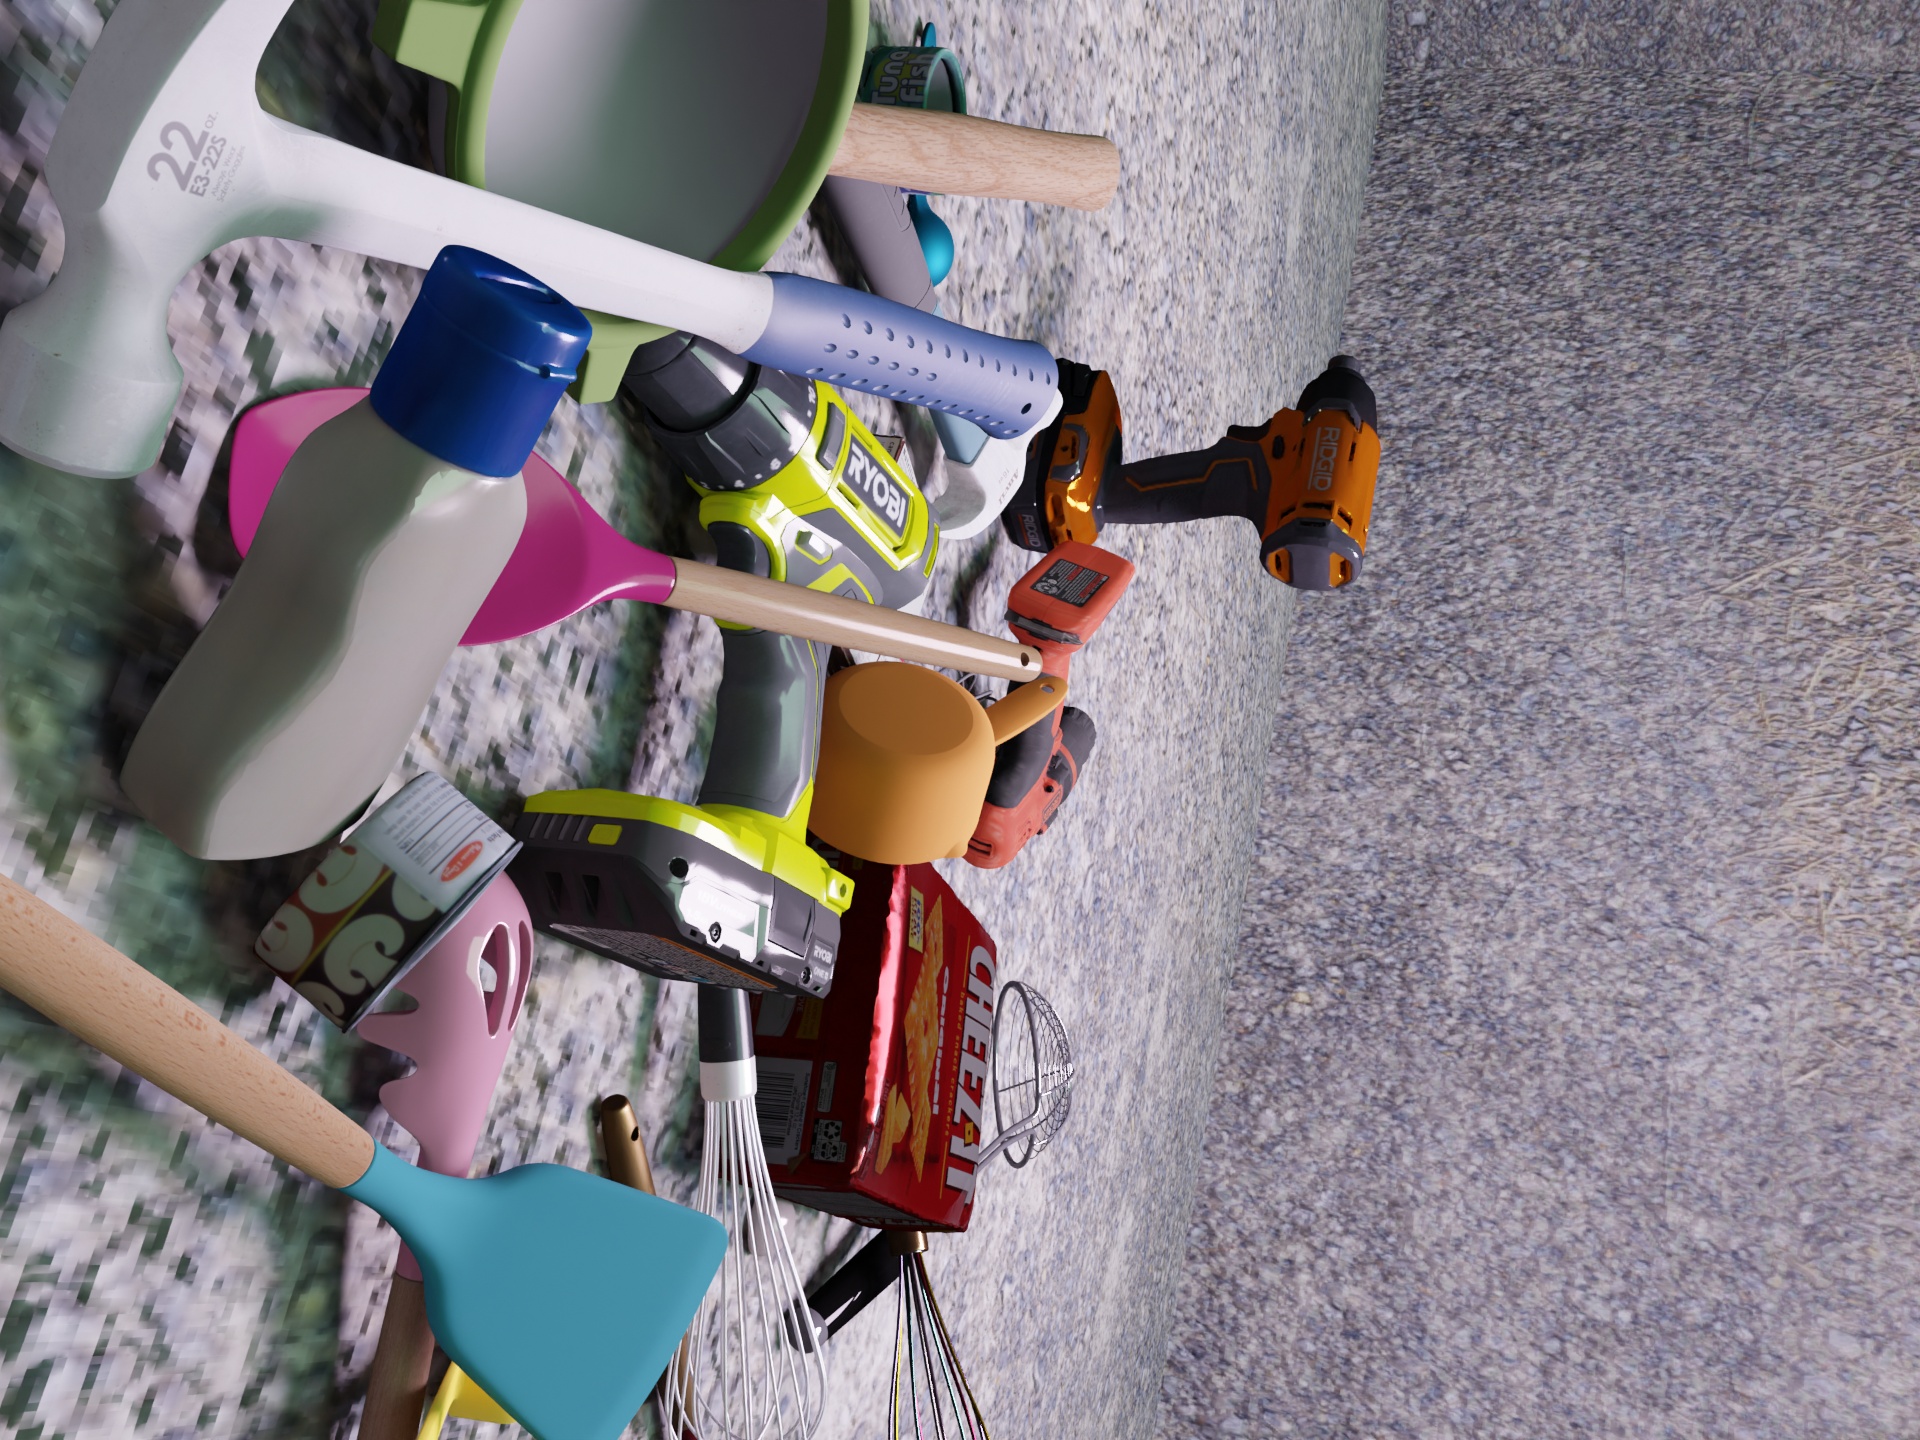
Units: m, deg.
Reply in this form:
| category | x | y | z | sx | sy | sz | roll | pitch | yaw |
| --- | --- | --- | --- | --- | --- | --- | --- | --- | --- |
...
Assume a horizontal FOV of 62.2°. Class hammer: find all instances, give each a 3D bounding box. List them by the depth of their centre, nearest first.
| category | x | y | z | sx | sy | sz | roll | pitch | yaw |
| --- | --- | --- | --- | --- | --- | --- | --- | --- | --- |
| hammer | -0.066 | -0.128 | 0.472 | 0.144 | 0.035 | 0.405 | -59 | 159 | 18 |
| hammer | -0.022 | -0.230 | 0.647 | 0.331 | 0.031 | 0.130 | -21 | 128 | -55 |
| hammer | -0.025 | -0.200 | 0.738 | 0.128 | 0.033 | 0.330 | -61 | 153 | -17 |

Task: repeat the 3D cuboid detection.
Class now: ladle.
| category | x | y | z | sx | sy | sz | roll | pitch | yaw |
| --- | --- | --- | --- | --- | --- | --- | --- | --- | --- |
| ladle | -0.122 | 0.284 | 0.684 | 0.069 | 0.031 | 0.315 | -60 | 150 | -56 |

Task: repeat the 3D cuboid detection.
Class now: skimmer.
| category | x | y | z | sx | sy | sz | roll | pitch | yaw |
| --- | --- | --- | --- | --- | --- | --- | --- | --- | --- |
| skimmer | -0.022 | 0.275 | 0.996 | 0.363 | 0.090 | 0.127 | -25 | 125 | -58 |

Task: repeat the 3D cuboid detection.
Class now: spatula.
| category | x | y | z | sx | sy | sz | roll | pitch | yaw |
| --- | --- | --- | --- | --- | --- | --- | --- | --- | --- |
| spatula | -0.159 | 0.101 | 0.394 | 0.082 | 0.044 | 0.317 | -58 | 144 | -24 |

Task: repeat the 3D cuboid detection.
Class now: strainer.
| category | x | y | z | sx | sy | sz | roll | pitch | yaw |
| --- | --- | --- | --- | --- | --- | --- | --- | --- | --- |
| strainer | -0.066 | -0.226 | 0.464 | 0.256 | 0.069 | 0.151 | -49 | 159 | -15 |

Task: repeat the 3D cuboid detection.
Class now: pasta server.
| category | x | y | z | sx | sy | sz | roll | pitch | yaw |
| --- | --- | --- | --- | --- | --- | --- | --- | --- | --- |
| pasta server | -0.175 | 0.191 | 0.482 | 0.060 | 0.040 | 0.316 | 7 | 95 | -73 |

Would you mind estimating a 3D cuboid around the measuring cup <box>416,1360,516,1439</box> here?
| category | x | y | z | sx | sy | sz | roll | pitch | yaw |
| --- | --- | --- | --- | --- | --- | --- | --- | --- | --- |
| measuring cup | -0.145 | 0.211 | 0.483 | 0.156 | 0.029 | 0.062 | -120 | -137 | -81 |

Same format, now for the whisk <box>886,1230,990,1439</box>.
| category | x | y | z | sx | sy | sz | roll | pitch | yaw |
| --- | --- | --- | --- | --- | --- | --- | --- | --- | --- |
| whisk | -0.020 | 0.311 | 0.862 | 0.051 | 0.047 | 0.245 | 16 | 55 | -47 |

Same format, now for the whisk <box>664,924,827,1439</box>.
| category | x | y | z | sx | sy | sz | roll | pitch | yaw |
| --- | --- | --- | --- | --- | --- | --- | --- | --- | --- |
| whisk | -0.091 | 0.177 | 0.643 | 0.070 | 0.070 | 0.284 | 3 | 84 | -73 |

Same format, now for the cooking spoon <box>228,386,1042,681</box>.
| category | x | y | z | sx | sy | sz | roll | pitch | yaw |
| --- | --- | --- | --- | --- | --- | --- | --- | --- | --- |
| cooking spoon | -0.076 | -0.040 | 0.508 | 0.318 | 0.017 | 0.069 | 10 | 75 | -48 |

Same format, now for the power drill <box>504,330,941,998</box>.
| category | x | y | z | sx | sy | sz | roll | pitch | yaw |
| --- | --- | --- | --- | --- | --- | --- | --- | --- | --- |
| power drill | -0.086 | -0.028 | 0.577 | 0.190 | 0.080 | 0.229 | 42 | 54 | -57 |

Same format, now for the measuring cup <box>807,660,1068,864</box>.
| category | x | y | z | sx | sy | sz | roll | pitch | yaw |
| --- | --- | --- | --- | --- | --- | --- | --- | --- | --- |
| measuring cup | -0.001 | -0.002 | 0.717 | 0.173 | 0.095 | 0.052 | -31 | 147 | -41 |

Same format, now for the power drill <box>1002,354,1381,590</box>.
| category | x | y | z | sx | sy | sz | roll | pitch | yaw |
| --- | --- | --- | --- | --- | --- | --- | --- | --- | --- |
| power drill | 0.154 | -0.173 | 1.023 | 0.084 | 0.226 | 0.164 | 67 | 35 | -59 |

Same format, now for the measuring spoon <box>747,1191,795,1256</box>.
| category | x | y | z | sx | sy | sz | roll | pitch | yaw |
| --- | --- | --- | --- | --- | --- | --- | --- | --- | --- |
| measuring spoon | -0.077 | 0.217 | 0.810 | 0.124 | 0.018 | 0.034 | -66 | 156 | -44 |

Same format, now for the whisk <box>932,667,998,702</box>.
| category | x | y | z | sx | sy | sz | roll | pitch | yaw |
| --- | --- | --- | --- | --- | --- | --- | --- | --- | --- |
| whisk | -0.039 | 0.014 | 0.798 | 0.239 | 0.055 | 0.055 | -29 | 125 | -63 |

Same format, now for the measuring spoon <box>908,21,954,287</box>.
| category | x | y | z | sx | sy | sz | roll | pitch | yaw |
| --- | --- | --- | --- | --- | --- | --- | --- | --- | --- |
| measuring spoon | -0.012 | -0.279 | 0.795 | 0.042 | 0.021 | 0.128 | -38 | 135 | -66 |
